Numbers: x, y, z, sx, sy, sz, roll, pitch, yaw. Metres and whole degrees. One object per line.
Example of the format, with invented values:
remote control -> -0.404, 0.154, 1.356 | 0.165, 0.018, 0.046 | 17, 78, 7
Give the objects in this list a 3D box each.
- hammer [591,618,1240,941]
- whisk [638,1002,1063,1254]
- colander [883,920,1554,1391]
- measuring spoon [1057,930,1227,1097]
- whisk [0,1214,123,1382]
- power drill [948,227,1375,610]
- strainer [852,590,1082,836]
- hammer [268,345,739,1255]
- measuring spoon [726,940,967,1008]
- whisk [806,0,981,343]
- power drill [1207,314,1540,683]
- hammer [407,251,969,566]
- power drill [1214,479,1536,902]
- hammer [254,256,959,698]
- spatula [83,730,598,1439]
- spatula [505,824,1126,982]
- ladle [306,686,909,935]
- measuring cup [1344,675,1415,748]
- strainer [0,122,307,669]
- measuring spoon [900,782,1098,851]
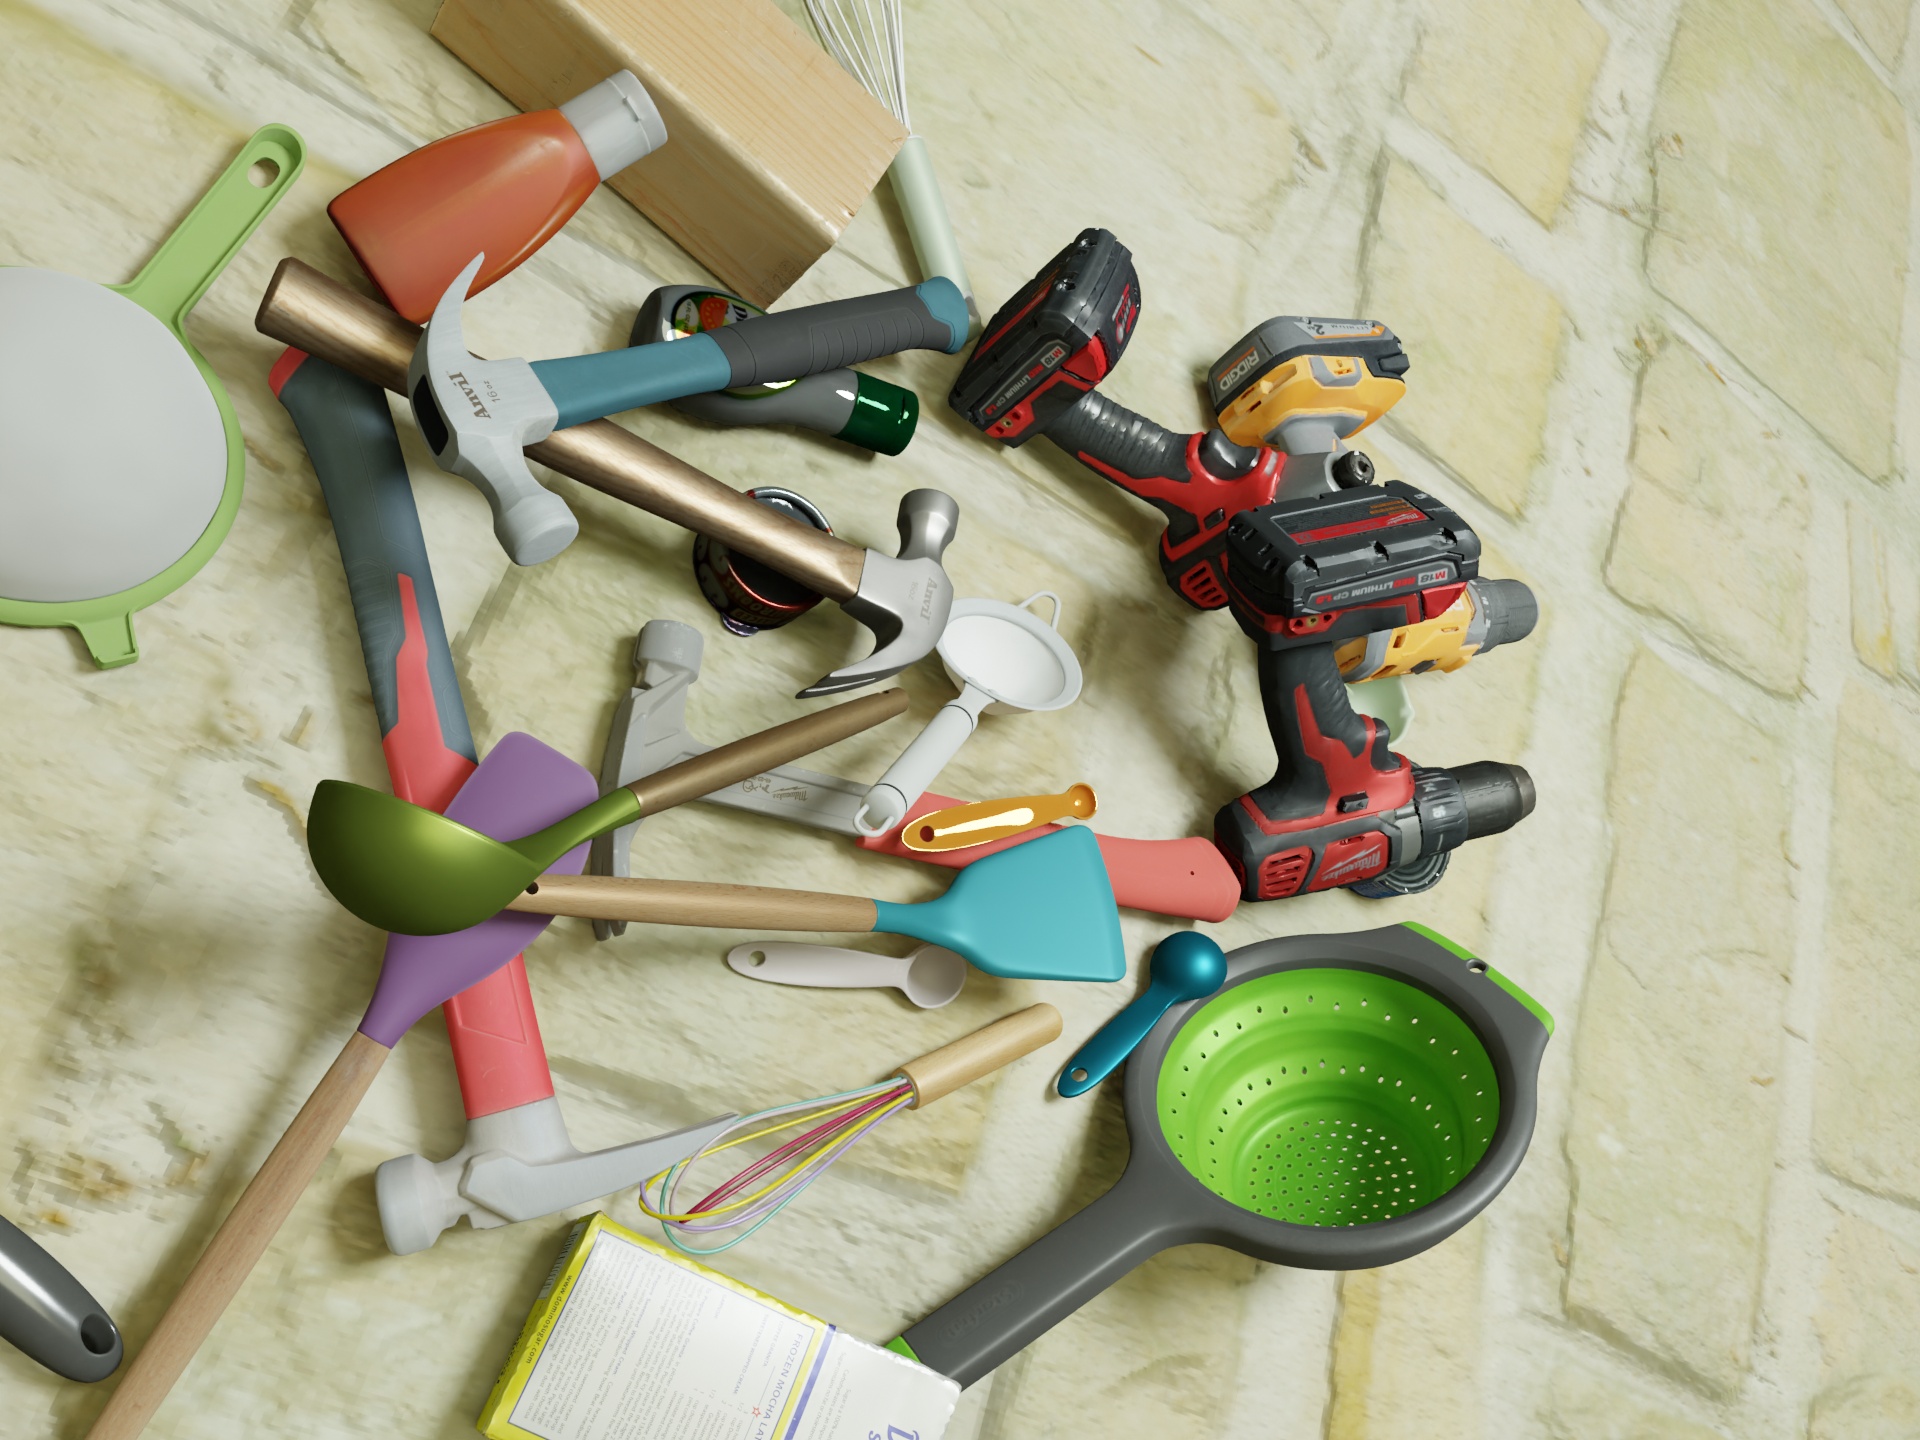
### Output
hammer -> -0.006, 0.066, 0.802 | 0.358, 0.037, 0.149 | 16, 69, -29
whisk -> -0.040, 0.182, 0.742 | 0.245, 0.047, 0.051 | -16, 77, -40
colander -> 0.123, 0.251, 0.800 | 0.397, 0.205, 0.094 | -28, 128, -20
measuring spoon -> 0.094, 0.152, 0.839 | 0.128, 0.042, 0.021 | -38, 141, -31
whisk -> -0.374, 0.144, 0.534 | 0.238, 0.055, 0.055 | 51, 56, -16
power drill -> 0.116, -0.158, 0.881 | 0.219, 0.143, 0.079 | 37, 54, -17
strainer -> -0.001, -0.002, 0.778 | 0.087, 0.050, 0.258 | 32, 30, 5
hammer -> -0.207, 0.011, 0.668 | 0.143, 0.038, 0.386 | -13, 82, -17
measuring spoon -> -0.055, 0.117, 0.771 | 0.124, 0.018, 0.034 | 10, 99, -25
whisk -> -0.036, -0.328, 0.889 | 0.058, 0.059, 0.246 | -22, 94, -52
power drill -> 0.264, -0.135, 0.990 | 0.185, 0.084, 0.226 | -7, 72, -35
hammer -> -0.104, -0.166, 0.733 | 0.331, 0.033, 0.128 | -28, 80, -47
power drill -> 0.231, -0.010, 0.869 | 0.188, 0.080, 0.226 | -12, 120, -9
hammer -> -0.146, -0.109, 0.713 | 0.331, 0.031, 0.130 | 24, 57, -26
spatula -> -0.234, 0.145, 0.600 | 0.059, 0.018, 0.316 | 34, 70, -11
spatula -> -0.055, 0.079, 0.701 | 0.317, 0.044, 0.082 | 9, 60, -41
ladle -> -0.118, 0.015, 0.652 | 0.320, 0.078, 0.062 | -23, 116, -53
measuring cup -> 0.239, -0.050, 1.000 | 0.083, 0.038, 0.168 | 21, 55, -24
strainer -> -0.331, -0.159, 0.631 | 0.151, 0.069, 0.256 | 35, 62, -21
measuring spoon -> 0.020, 0.049, 0.798 | 0.117, 0.011, 0.021 | -10, 83, -30
